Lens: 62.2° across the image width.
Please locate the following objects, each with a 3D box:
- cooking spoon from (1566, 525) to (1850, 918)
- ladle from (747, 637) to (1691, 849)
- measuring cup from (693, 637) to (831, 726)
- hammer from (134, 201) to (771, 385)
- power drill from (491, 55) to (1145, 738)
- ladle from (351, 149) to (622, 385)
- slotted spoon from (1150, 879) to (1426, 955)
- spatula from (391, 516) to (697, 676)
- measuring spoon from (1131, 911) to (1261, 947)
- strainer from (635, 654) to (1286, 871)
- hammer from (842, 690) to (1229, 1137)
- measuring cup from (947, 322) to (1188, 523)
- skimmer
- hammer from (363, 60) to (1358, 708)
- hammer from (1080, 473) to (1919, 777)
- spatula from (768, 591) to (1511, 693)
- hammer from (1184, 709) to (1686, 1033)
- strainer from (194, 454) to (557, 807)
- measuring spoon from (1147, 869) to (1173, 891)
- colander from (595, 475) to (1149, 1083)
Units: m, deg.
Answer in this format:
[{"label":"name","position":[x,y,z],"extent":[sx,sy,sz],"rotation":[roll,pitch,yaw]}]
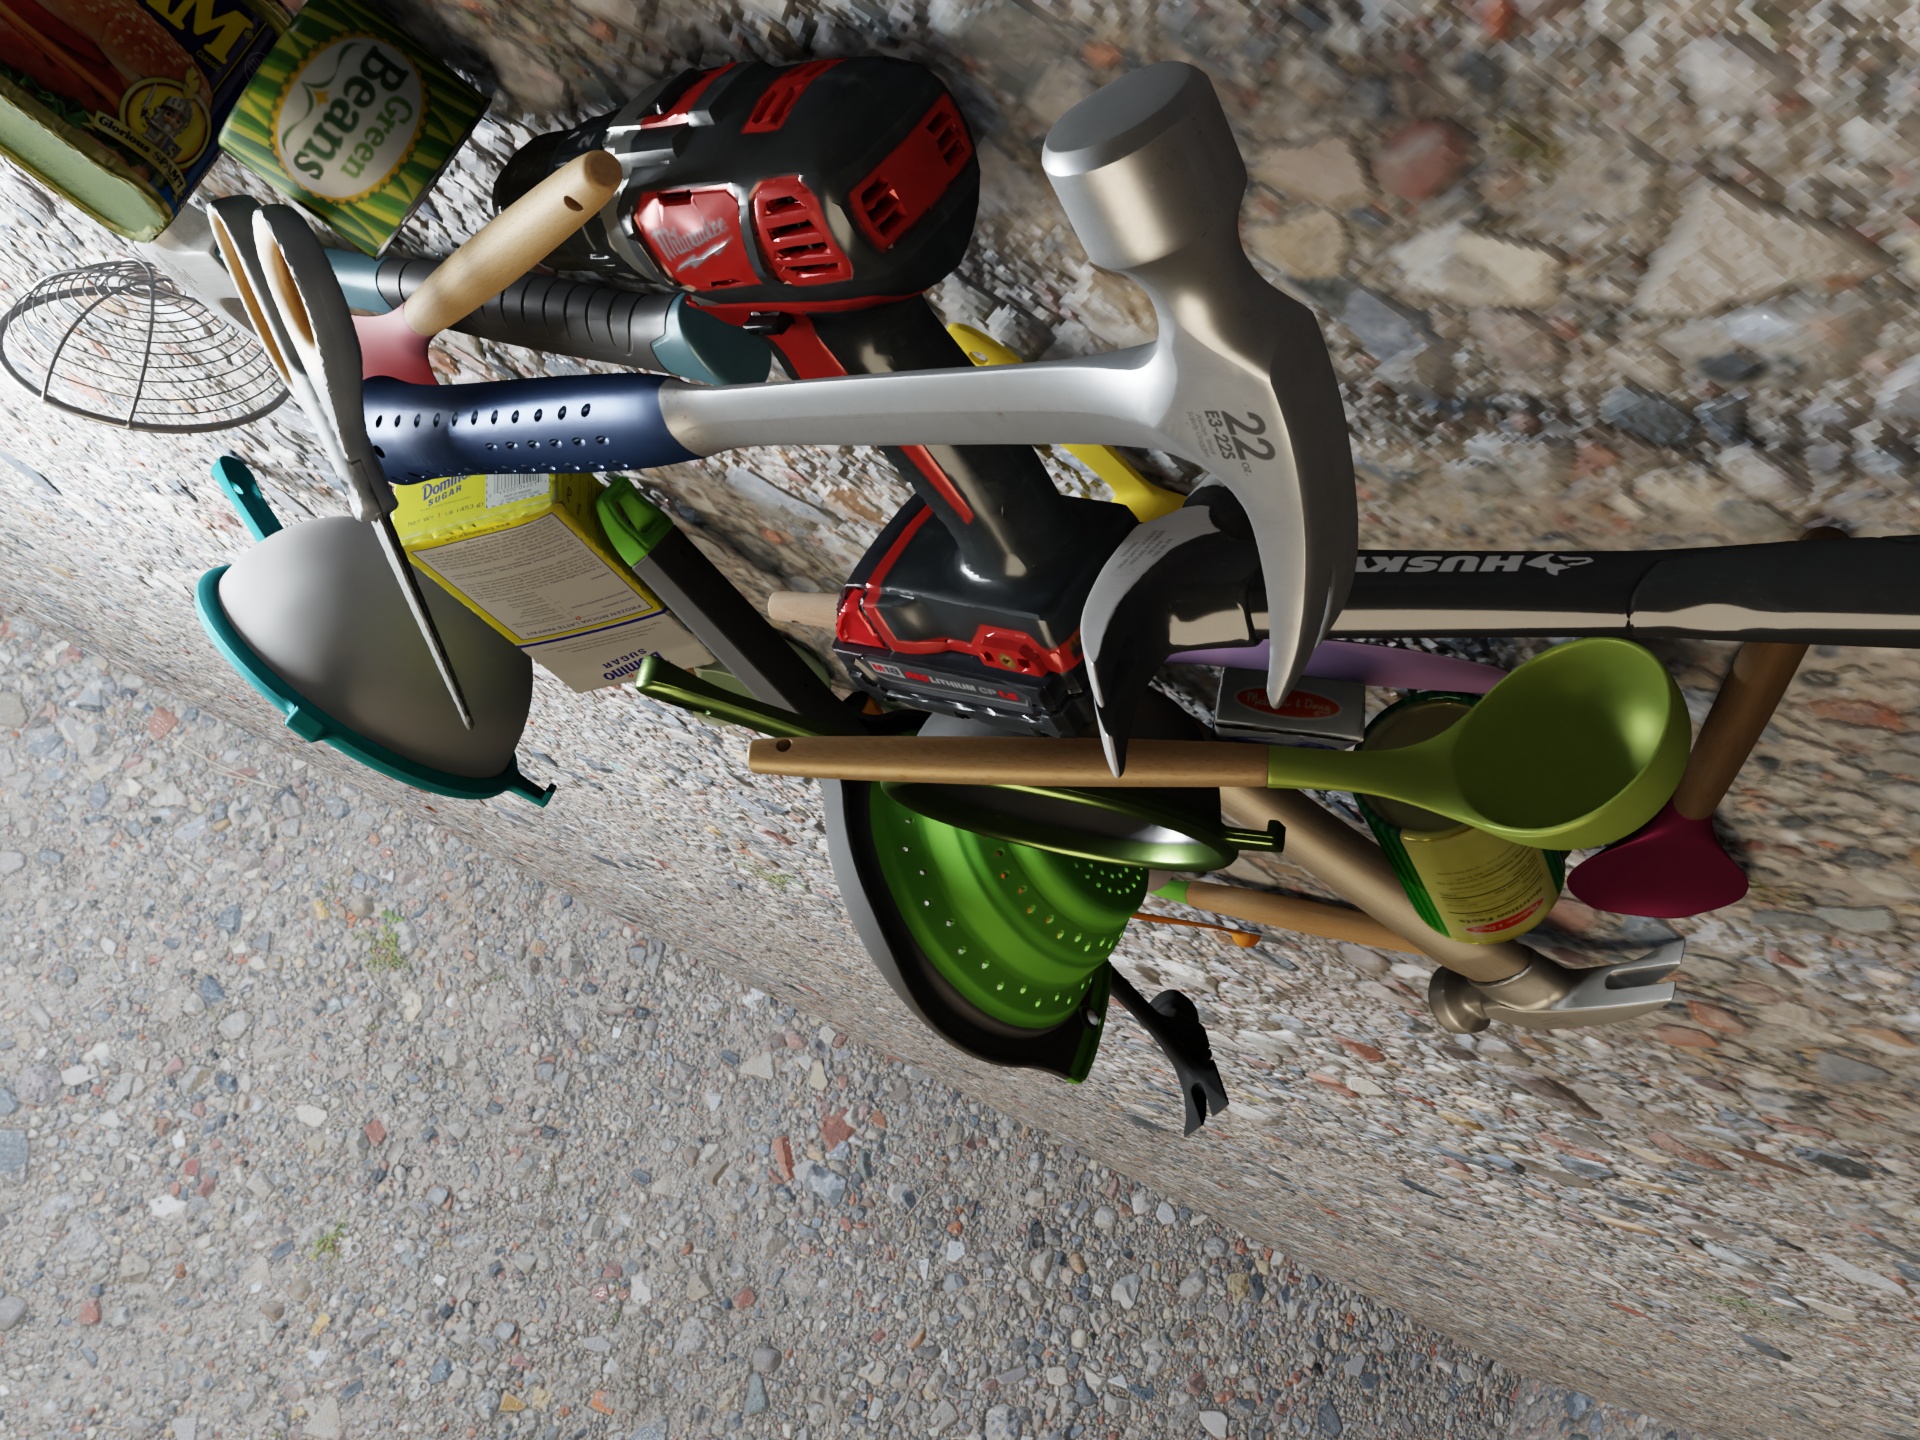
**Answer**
[{"label":"cooking spoon","position":[0.267,0.019,0.567],"extent":[0.069,0.017,0.318],"rotation":[5,157,16]},{"label":"ladle","position":[0.079,0.007,0.548],"extent":[0.320,0.078,0.062],"rotation":[1,137,10]},{"label":"measuring cup","position":[-0.130,-0.021,0.970],"extent":[0.083,0.038,0.167],"rotation":[31,163,-18]},{"label":"hammer","position":[-0.220,-0.176,0.651],"extent":[0.331,0.033,0.128],"rotation":[16,159,27]},{"label":"power drill","position":[-0.042,-0.104,0.516],"extent":[0.188,0.080,0.226],"rotation":[13,148,42]},{"label":"ladle","position":[-0.175,-0.144,0.544],"extent":[0.069,0.031,0.315],"rotation":[35,163,-27]},{"label":"slotted spoon","position":[0.163,0.109,0.958],"extent":[0.314,0.031,0.070],"rotation":[8,155,40]},{"label":"spatula","position":[-0.202,-0.060,0.940],"extent":[0.082,0.044,0.317],"rotation":[-15,148,20]},{"label":"measuring spoon","position":[0.142,0.133,1.020],"extent":[0.116,0.011,0.021],"rotation":[13,174,-23]},{"label":"strainer","position":[-0.001,-0.002,0.647],"extent":[0.256,0.069,0.151],"rotation":[19,167,-19]},{"label":"hammer","position":[0.042,0.111,0.962],"extent":[0.336,0.034,0.127],"rotation":[46,-168,-16]},{"label":"measuring cup","position":[0.044,-0.082,0.561],"extent":[0.156,0.029,0.062],"rotation":[36,160,-35]},{"label":"skimmer","position":[-0.330,-0.121,0.864],"extent":[0.127,0.090,0.362],"rotation":[57,-173,37]},{"label":"hammer","position":[-0.069,-0.082,0.460],"extent":[0.406,0.035,0.143],"rotation":[9,142,45]},{"label":"hammer","position":[0.186,-0.030,0.395],"extent":[0.335,0.146,0.035],"rotation":[3,121,33]},{"label":"spatula","position":[0.058,-0.034,0.641],"extent":[0.316,0.018,0.059],"rotation":[7,171,26]},{"label":"hammer","position":[0.146,0.035,0.742],"extent":[0.410,0.038,0.146],"rotation":[33,153,-16]},{"label":"strainer","position":[-0.367,-0.093,0.973],"extent":[0.341,0.095,0.210],"rotation":[46,-170,31]},{"label":"measuring spoon","position":[0.070,0.068,0.955],"extent":[0.124,0.034,0.018],"rotation":[28,-158,6]},{"label":"colander","position":[-0.020,0.012,0.814],"extent":[0.094,0.205,0.397],"rotation":[-33,109,30]}]
